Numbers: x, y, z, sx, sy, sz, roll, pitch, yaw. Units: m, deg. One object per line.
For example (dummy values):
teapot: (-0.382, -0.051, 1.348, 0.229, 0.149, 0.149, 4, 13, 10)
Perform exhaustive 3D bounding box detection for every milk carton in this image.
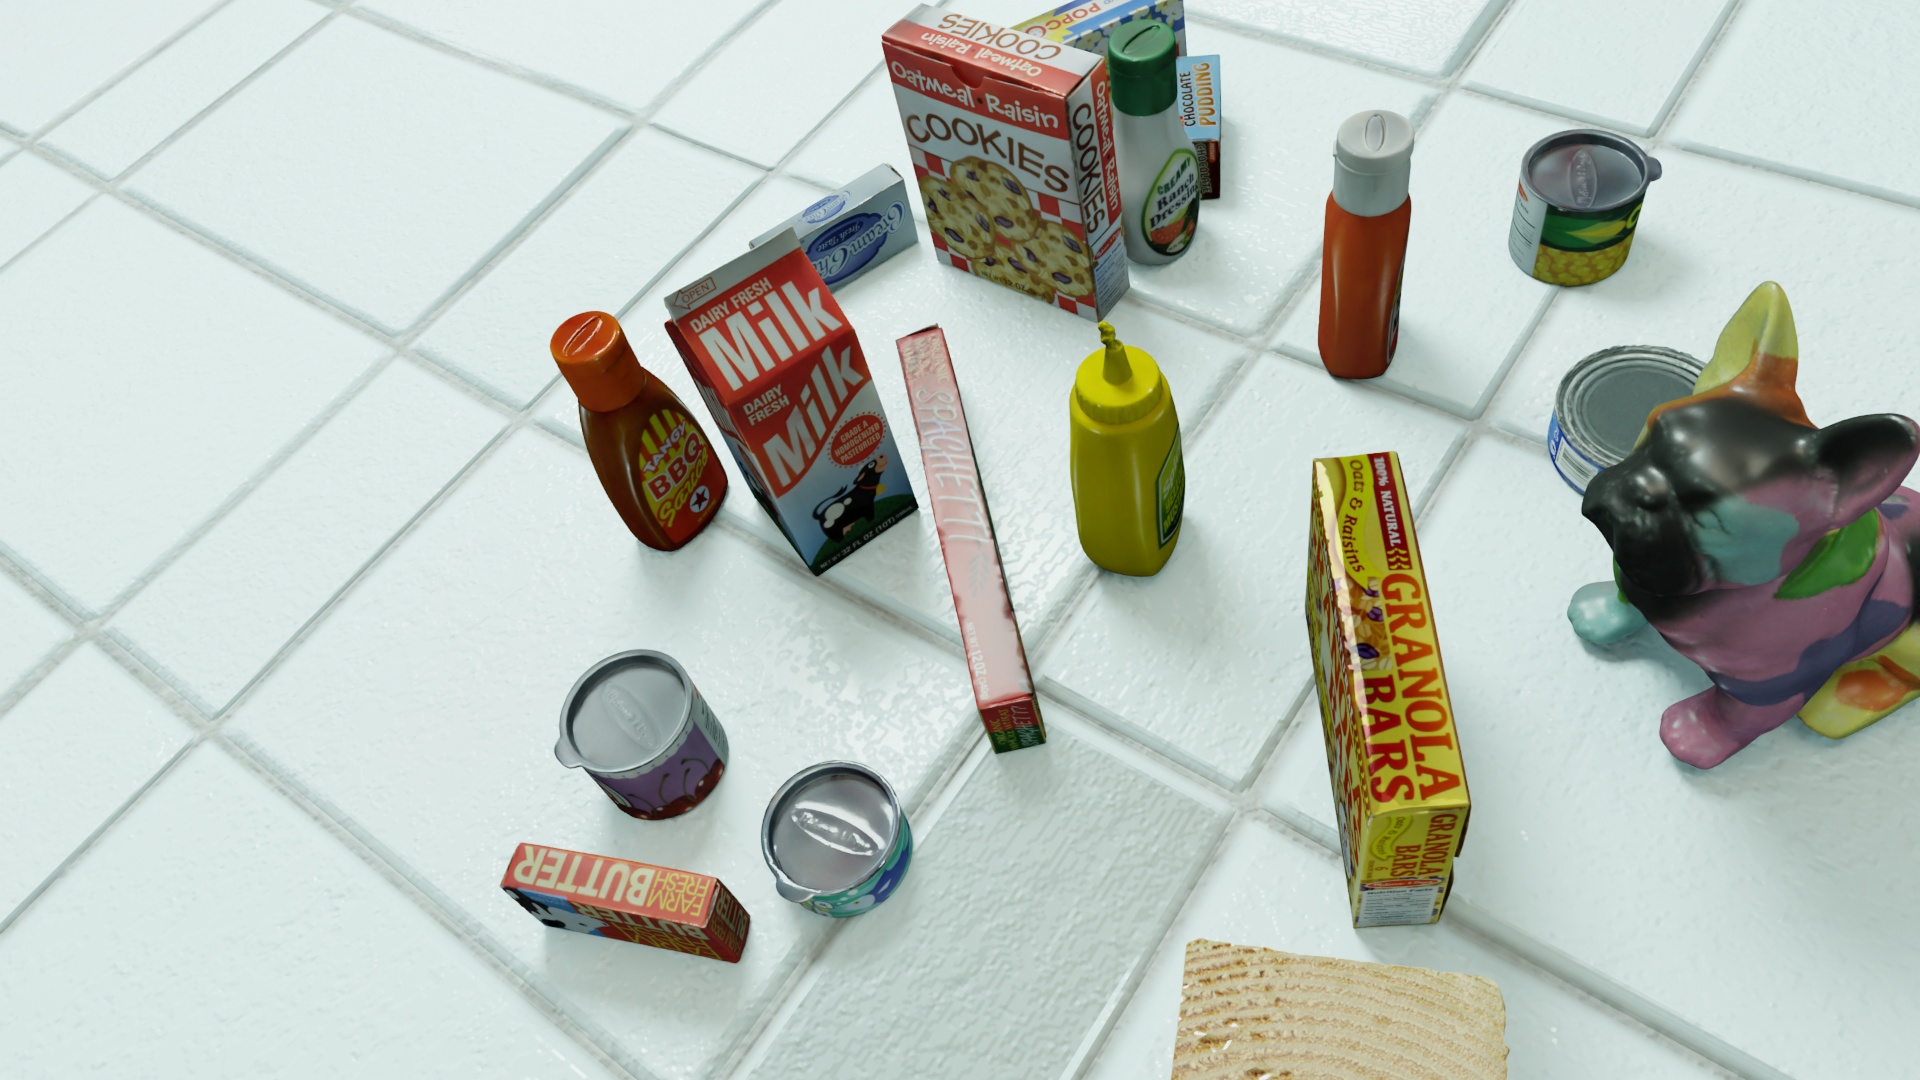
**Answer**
milk carton: (-0.087, -0.073, 0.704, 0.072, 0.189, 0.073, -34, 55, -12)

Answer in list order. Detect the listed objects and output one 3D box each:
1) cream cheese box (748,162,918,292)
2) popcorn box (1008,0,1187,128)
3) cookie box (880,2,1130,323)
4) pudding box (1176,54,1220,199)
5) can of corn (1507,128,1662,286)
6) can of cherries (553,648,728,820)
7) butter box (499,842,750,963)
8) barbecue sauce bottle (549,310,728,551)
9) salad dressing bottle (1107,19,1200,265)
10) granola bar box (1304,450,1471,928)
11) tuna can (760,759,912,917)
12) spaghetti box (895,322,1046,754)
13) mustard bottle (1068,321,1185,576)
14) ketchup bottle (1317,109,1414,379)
cream cheese box: (-0.078, -0.187, 0.868, 0.104, 0.053, 0.024, -34, 55, -12)
popcorn box: (0.084, -0.303, 0.896, 0.127, 0.085, 0.038, -25, 54, -6)
cookie box: (0.029, -0.211, 0.792, 0.123, 0.166, 0.040, 27, 65, 27)
pudding box: (0.149, -0.261, 0.874, 0.030, 0.049, 0.084, 0, 55, 12)
can of corn: (0.346, -0.185, 0.773, 0.071, 0.058, 0.071, -6, 54, 8)
can of cherries: (-0.156, 0.097, 0.680, 0.071, 0.058, 0.072, -6, 54, 8)
butter box: (-0.151, 0.165, 0.634, 0.103, 0.053, 0.024, 6, 57, 16)
barbecue sauce bottle: (-0.172, -0.059, 0.738, 0.044, 0.147, 0.065, 22, 63, 25)
salad dressing bottle: (0.108, -0.225, 0.797, 0.064, 0.147, 0.044, -42, 58, -17)
granola bar box: (0.177, 0.064, 0.592, 0.039, 0.123, 0.166, -5, 54, 9)
tuna can: (-0.058, 0.141, 0.644, 0.071, 0.032, 0.071, -6, 54, 8)
spaghetti box: (0.003, -0.009, 0.727, 0.029, 0.050, 0.251, -15, 54, 2)
mustard bottle: (0.079, -0.046, 0.668, 0.049, 0.159, 0.065, 11, 59, 19)
ketchup bottle: (0.211, -0.154, 0.724, 0.043, 0.148, 0.065, 3, 56, 15)
